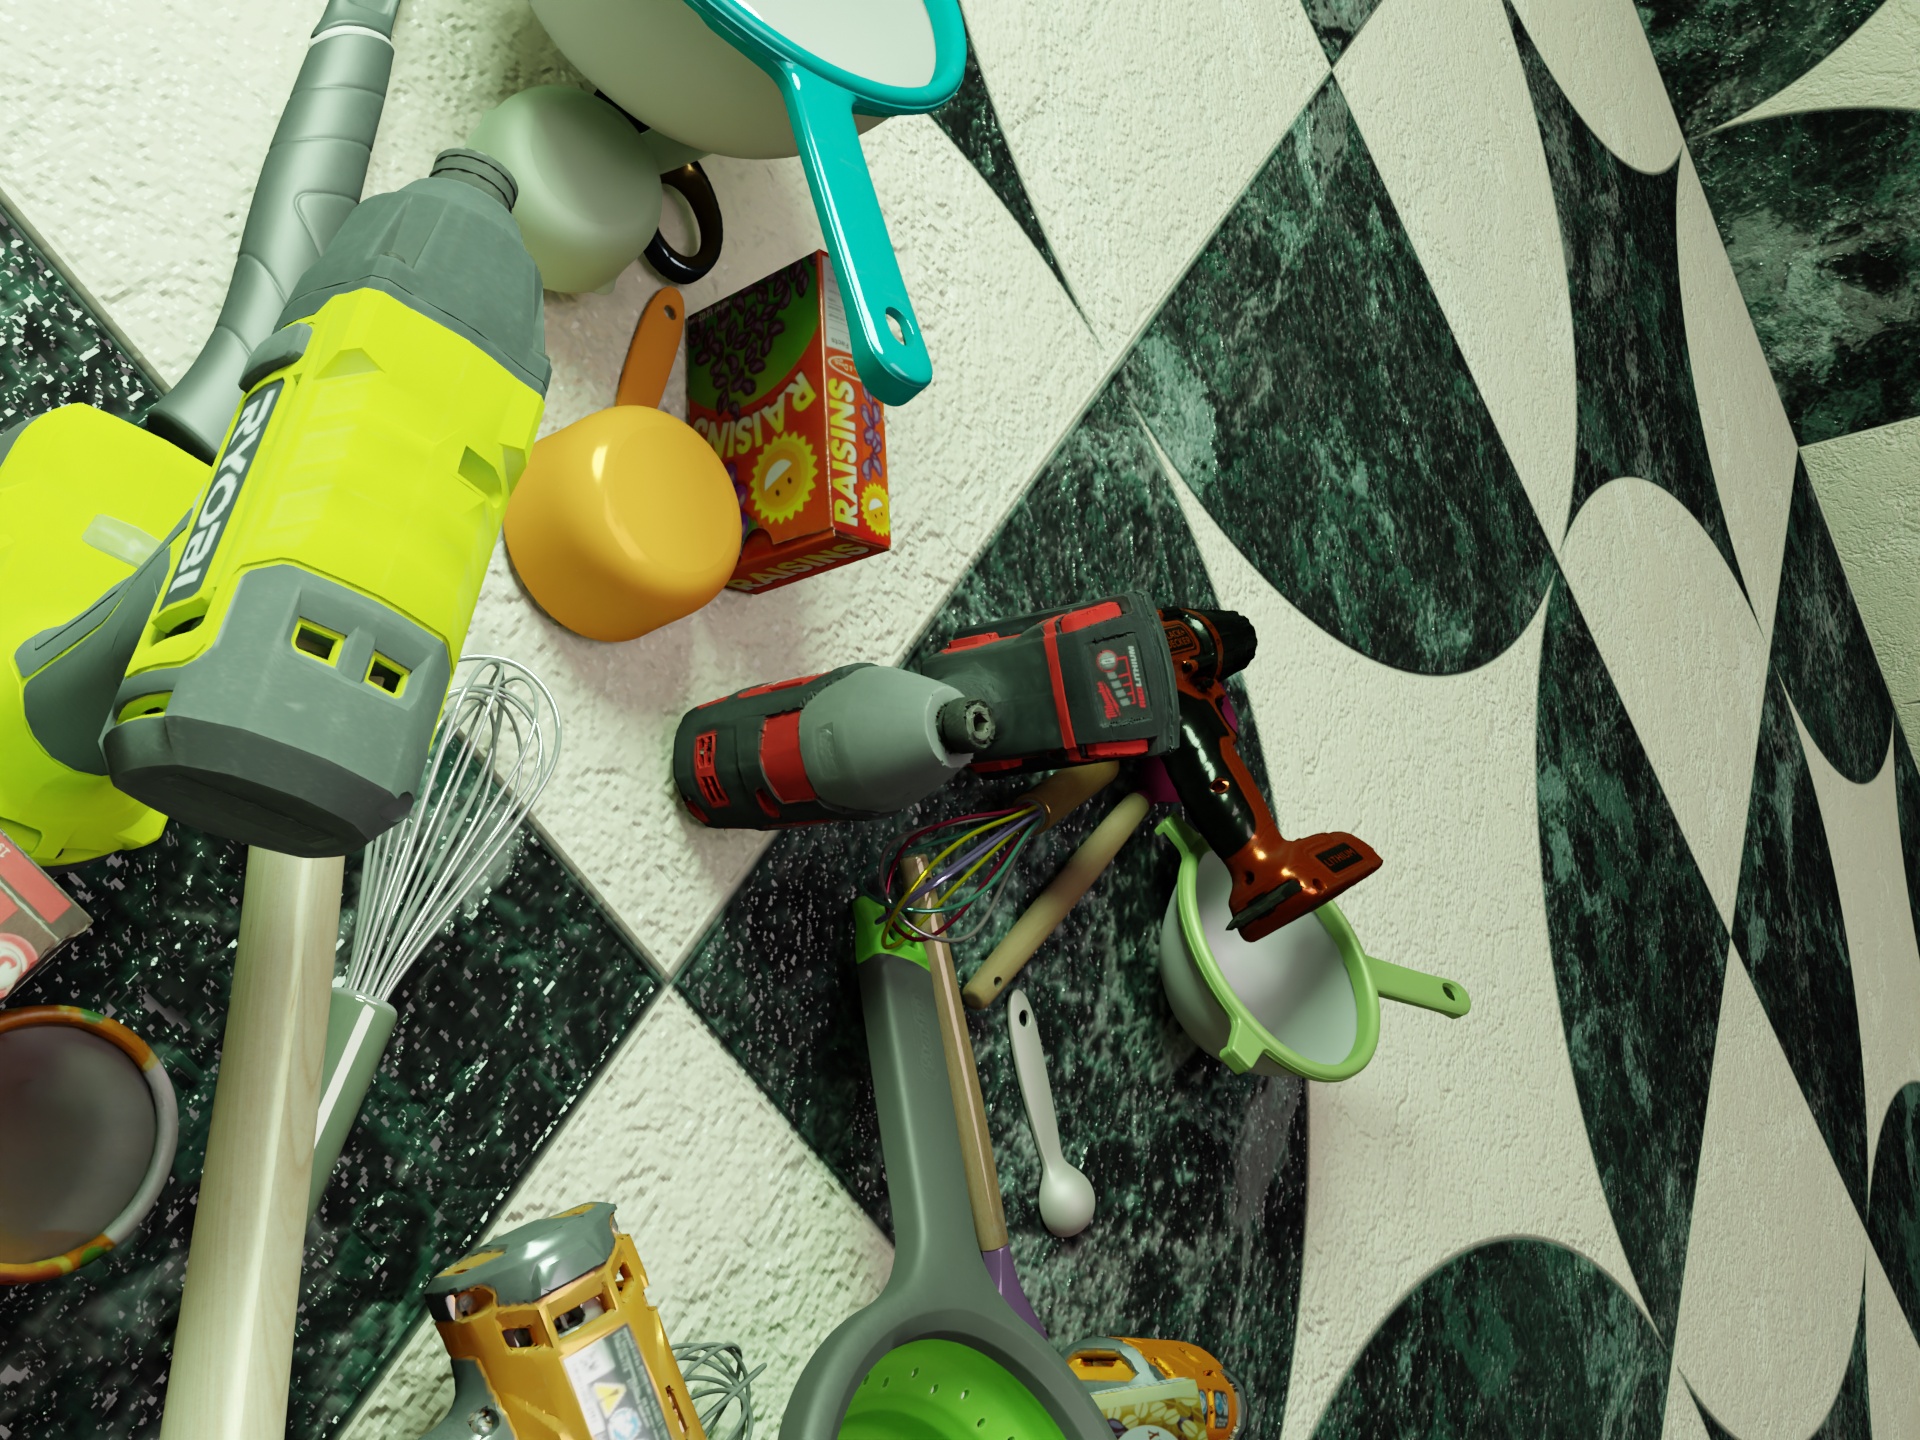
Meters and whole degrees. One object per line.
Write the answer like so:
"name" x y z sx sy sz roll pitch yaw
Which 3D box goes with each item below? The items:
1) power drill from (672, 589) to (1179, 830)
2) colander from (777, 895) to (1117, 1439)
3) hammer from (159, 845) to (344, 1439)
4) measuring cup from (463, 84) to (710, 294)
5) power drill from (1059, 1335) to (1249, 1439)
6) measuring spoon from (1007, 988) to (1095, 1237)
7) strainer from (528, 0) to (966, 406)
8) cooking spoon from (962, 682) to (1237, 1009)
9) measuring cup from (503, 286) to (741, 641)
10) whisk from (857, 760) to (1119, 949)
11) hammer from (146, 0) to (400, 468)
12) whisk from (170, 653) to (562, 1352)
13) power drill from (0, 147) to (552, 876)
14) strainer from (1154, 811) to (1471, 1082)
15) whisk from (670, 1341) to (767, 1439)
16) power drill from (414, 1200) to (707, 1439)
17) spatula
"power drill" -0.001 -0.002 0.686 0.219 0.143 0.078 -14 93 -52
"colander" -0.030 0.255 0.618 0.204 0.094 0.398 30 36 -42
"hammer" -0.171 0.109 0.390 0.038 0.146 0.411 12 45 -27
"measuring cup" -0.127 -0.235 0.651 0.167 0.038 0.083 -44 107 -37
"power drill" 0.098 0.407 0.734 0.164 0.084 0.227 34 51 -54
"measuring spoon" 0.045 0.192 0.781 0.034 0.018 0.124 -13 89 -50
"strainer" -0.087 -0.239 0.597 0.210 0.095 0.341 8 57 -45
"cooking spoon" 0.086 0.059 0.865 0.319 0.017 0.068 -43 112 -47
"measuring cup" -0.122 -0.116 0.643 0.095 0.052 0.174 34 55 -39
"whisk" 0.022 0.054 0.761 0.245 0.051 0.047 -28 120 -60
"hammer" -0.216 -0.260 0.588 0.149 0.036 0.409 28 61 -43
"whisk" -0.193 0.085 0.518 0.059 0.057 0.246 20 64 -7
"power drill" -0.192 -0.044 0.408 0.080 0.223 0.171 32 57 -41
"strainer" 0.197 0.153 0.912 0.256 0.069 0.152 19 45 -38
"whisk" -0.148 0.286 0.511 0.239 0.055 0.055 -34 106 -44
"power drill" -0.160 0.265 0.440 0.226 0.084 0.185 -19 84 -43
"spatula" 0.008 0.217 0.732 0.059 0.018 0.316 -10 89 -50
